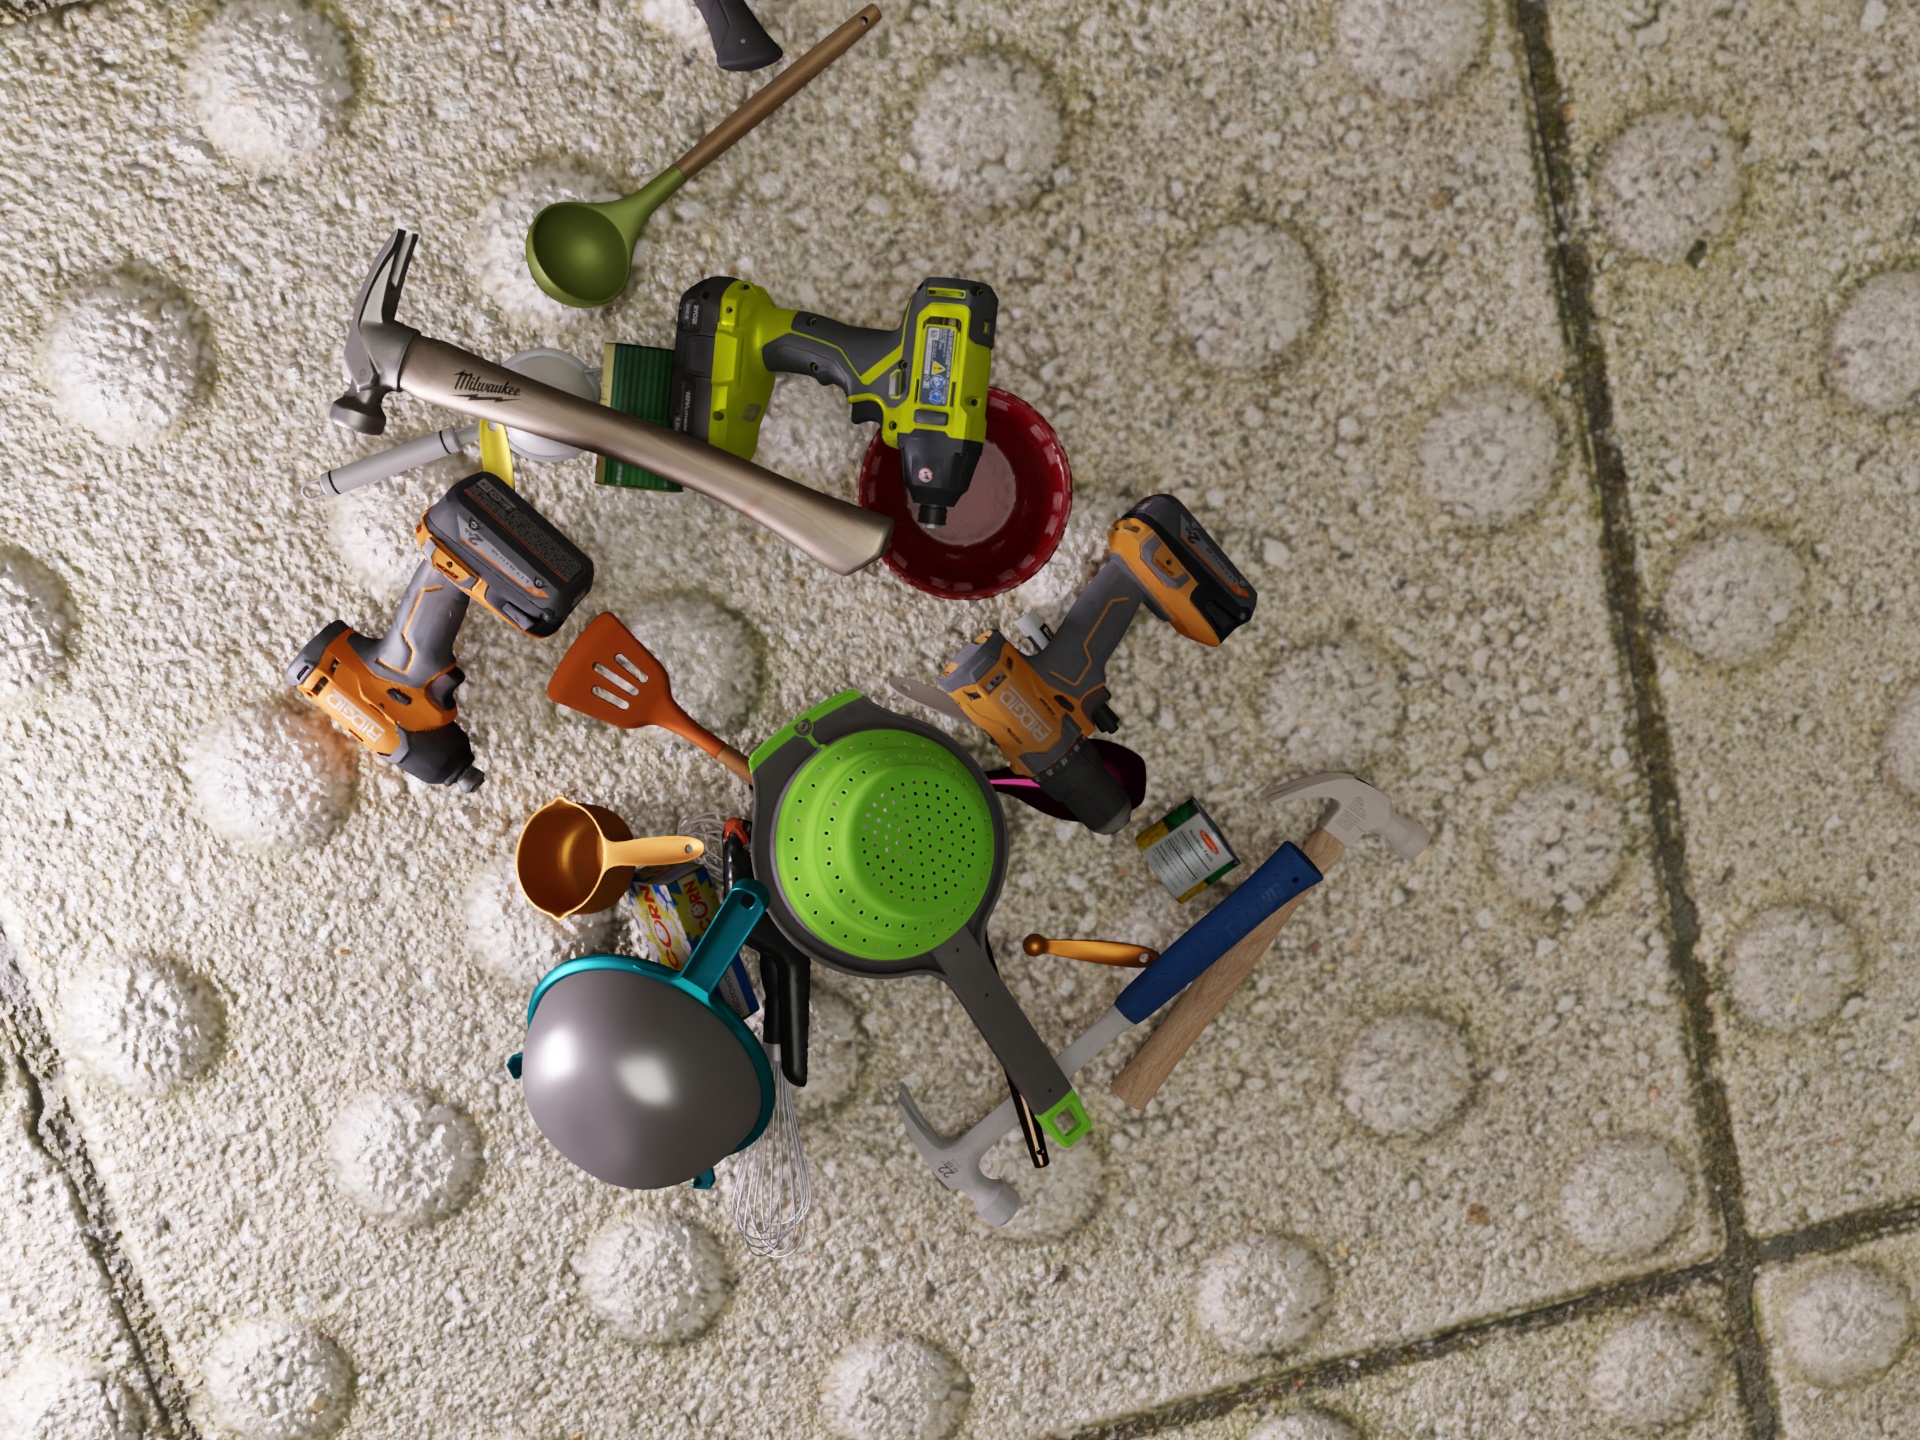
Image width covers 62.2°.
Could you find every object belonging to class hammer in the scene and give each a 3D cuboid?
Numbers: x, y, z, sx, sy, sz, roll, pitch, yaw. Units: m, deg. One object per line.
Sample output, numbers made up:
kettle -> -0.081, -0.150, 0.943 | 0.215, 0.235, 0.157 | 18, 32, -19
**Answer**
hammer -> 0.234, 0.183, 1.308 | 0.130, 0.031, 0.331 | 36, 96, -10
hammer -> -0.232, -0.612, 1.125 | 0.146, 0.035, 0.334 | -34, 101, 3
hammer -> 0.121, 0.239, 1.280 | 0.144, 0.035, 0.405 | 44, 104, -9
hammer -> -0.238, -0.209, 1.122 | 0.410, 0.038, 0.146 | 21, 102, 3

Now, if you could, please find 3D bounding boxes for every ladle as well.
ladle -> -0.182, -0.416, 1.155 | 0.320, 0.062, 0.078 | -39, 110, 1

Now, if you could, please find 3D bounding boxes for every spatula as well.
spatula -> 0.020, 0.202, 1.259 | 0.060, 0.018, 0.316 | -17, 90, -6
spatula -> -0.167, 0.038, 1.233 | 0.322, 0.041, 0.081 | 35, 85, 0

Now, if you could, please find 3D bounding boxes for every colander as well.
colander -> -0.002, 0.159, 1.192 | 0.204, 0.094, 0.397 | -36, 97, -21

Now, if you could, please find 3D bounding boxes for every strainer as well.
strainer -> -0.373, -0.210, 1.188 | 0.258, 0.050, 0.086 | -19, 116, 3
strainer -> -0.227, 0.246, 1.176 | 0.211, 0.095, 0.340 | 32, 128, -2

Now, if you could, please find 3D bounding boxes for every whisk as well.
whisk -> -0.119, 0.145, 1.268 | 0.246, 0.059, 0.057 | 32, 114, -14
whisk -> -0.150, 0.299, 1.291 | 0.070, 0.070, 0.284 | 2, 96, -5

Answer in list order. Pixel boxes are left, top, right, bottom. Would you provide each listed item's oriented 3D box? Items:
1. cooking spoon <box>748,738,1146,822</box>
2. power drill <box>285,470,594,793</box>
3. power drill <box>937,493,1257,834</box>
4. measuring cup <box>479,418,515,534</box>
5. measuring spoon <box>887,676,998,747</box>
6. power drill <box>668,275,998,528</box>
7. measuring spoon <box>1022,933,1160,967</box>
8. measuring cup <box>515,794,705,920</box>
cooking spoon -> -0.009, 0.049, 1.271 | 0.319, 0.017, 0.069 | 0, 95, -4
power drill -> -0.374, -0.054, 1.177 | 0.164, 0.084, 0.226 | 43, 113, -11
power drill -> 0.121, -0.039, 1.220 | 0.226, 0.084, 0.185 | -43, 101, -4
measuring cup -> -0.337, -0.159, 1.191 | 0.062, 0.029, 0.156 | -2, 111, 4
measuring spoon -> -0.002, -0.004, 1.264 | 0.124, 0.034, 0.018 | 24, 142, -3
power drill -> -0.090, -0.234, 1.143 | 0.223, 0.080, 0.171 | 9, 99, 16
measuring spoon -> 0.109, 0.192, 1.310 | 0.117, 0.011, 0.021 | 7, 100, -5
measuring cup -> -0.256, 0.103, 1.214 | 0.173, 0.052, 0.095 | -6, 81, 24
